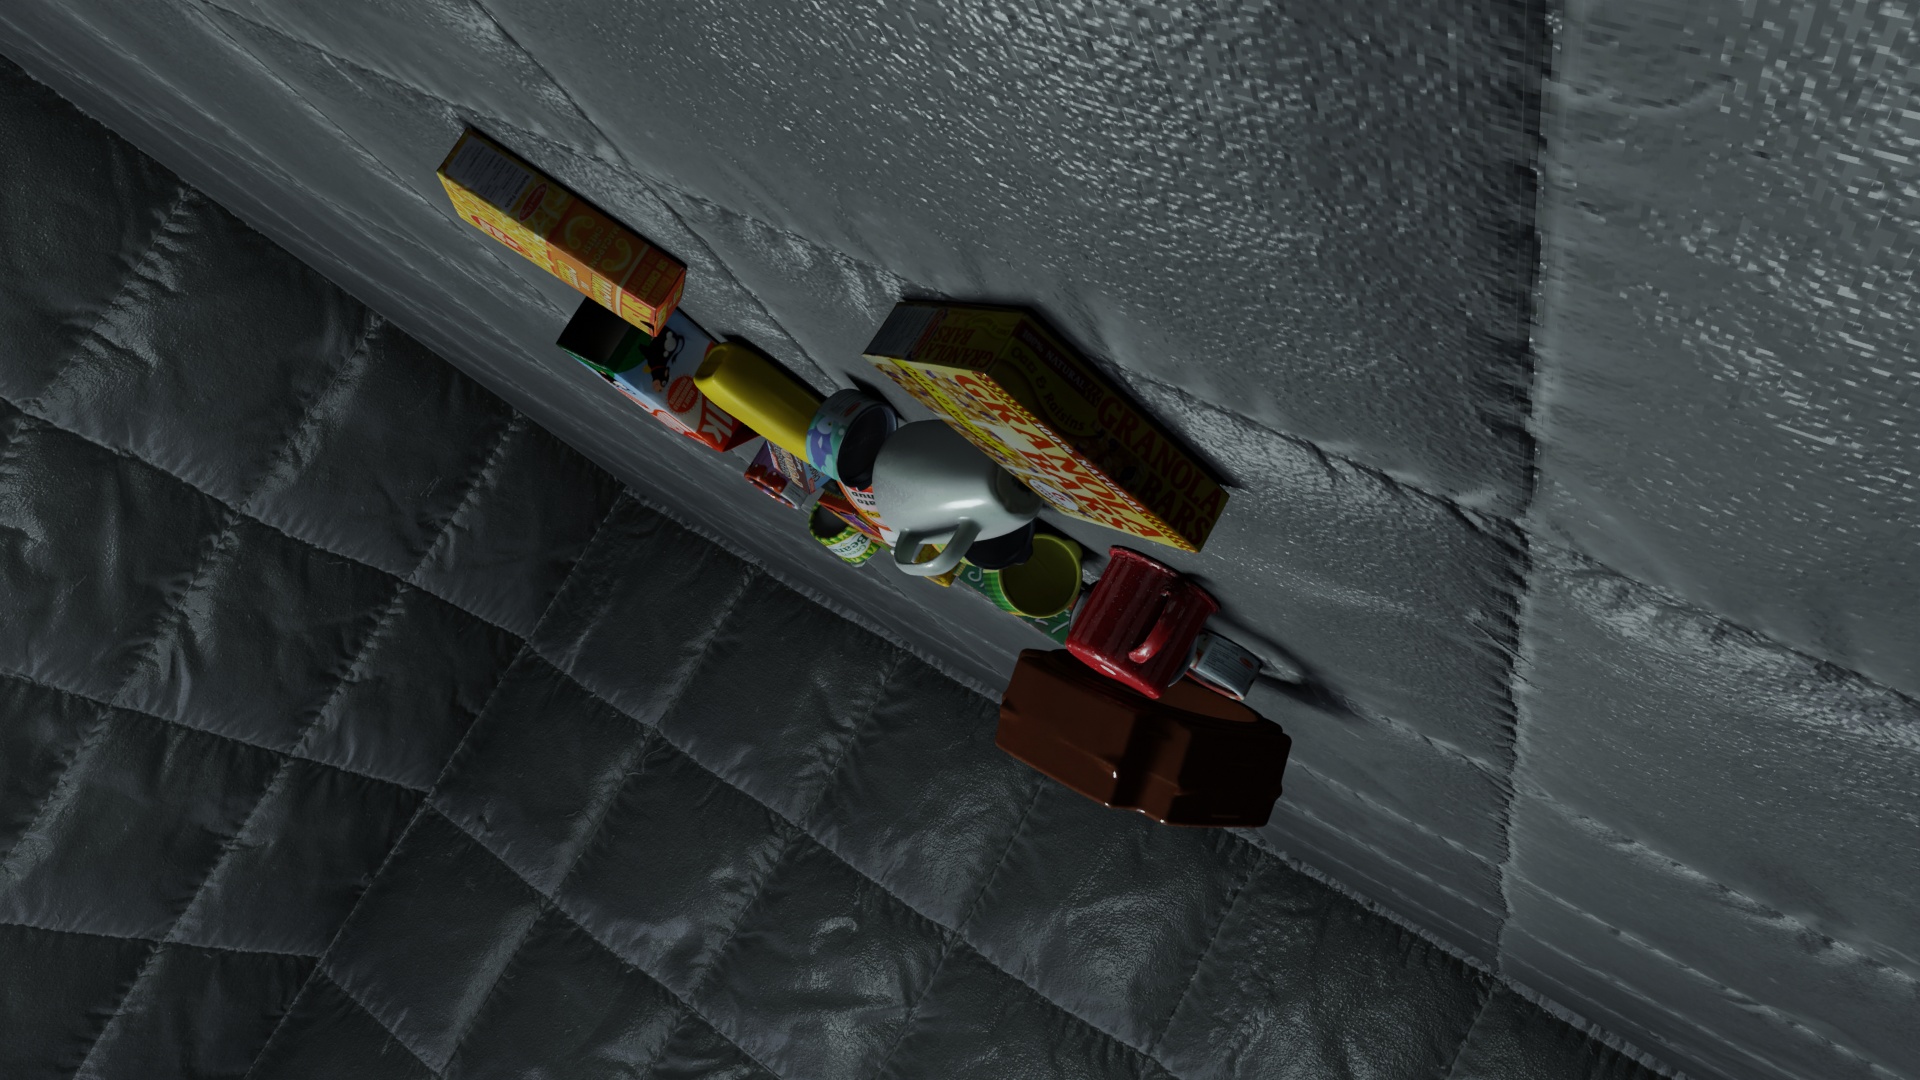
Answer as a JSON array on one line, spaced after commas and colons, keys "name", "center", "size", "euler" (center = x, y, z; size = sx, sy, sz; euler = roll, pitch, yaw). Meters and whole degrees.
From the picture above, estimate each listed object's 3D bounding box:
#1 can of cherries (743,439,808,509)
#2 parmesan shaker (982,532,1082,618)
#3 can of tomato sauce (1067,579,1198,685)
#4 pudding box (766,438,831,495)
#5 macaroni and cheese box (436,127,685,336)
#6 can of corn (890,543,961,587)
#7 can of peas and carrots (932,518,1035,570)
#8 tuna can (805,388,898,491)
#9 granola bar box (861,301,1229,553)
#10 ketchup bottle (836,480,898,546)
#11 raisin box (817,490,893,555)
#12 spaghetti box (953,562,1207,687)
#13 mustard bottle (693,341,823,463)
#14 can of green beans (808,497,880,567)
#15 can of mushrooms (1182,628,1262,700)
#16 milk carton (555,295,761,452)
[{"name": "can of cherries", "center": [-0.177, -0.073, 1.395], "size": [0.071, 0.058, 0.071], "euler": [30, 172, 5]}, {"name": "parmesan shaker", "center": [0.059, 0.028, 1.125], "size": [0.071, 0.071, 0.103], "euler": [31, 175, -3]}, {"name": "can of tomato sauce", "center": [0.140, 0.074, 1.115], "size": [0.083, 0.071, 0.071], "euler": [22, 168, 44]}, {"name": "pudding box", "center": [-0.141, -0.083, 1.199], "size": [0.050, 0.030, 0.083], "euler": [38, 156, 23]}, {"name": "macaroni and cheese box", "center": [-0.277, -0.211, 0.980], "size": [0.166, 0.040, 0.123], "euler": [32, 173, -10]}, {"name": "can of corn", "center": [-0.022, 0.004, 1.298], "size": [0.071, 0.058, 0.071], "euler": [30, 172, 5]}, {"name": "can of peas and carrots", "center": [0.016, -0.013, 1.031], "size": [0.071, 0.071, 0.059], "euler": [34, 172, -23]}, {"name": "tuna can", "center": [-0.078, -0.072, 0.998], "size": [0.033, 0.071, 0.071], "euler": [28, 171, 28]}, {"name": "granola bar box", "center": [0.045, -0.061, 0.724], "size": [0.165, 0.039, 0.124], "euler": [36, 171, -32]}, {"name": "ketchup bottle", "center": [-0.060, -0.039, 1.139], "size": [0.065, 0.044, 0.148], "euler": [-1, 158, 8]}, {"name": "raisin box", "center": [-0.078, -0.017, 1.447], "size": [0.123, 0.040, 0.086], "euler": [36, 171, -30]}, {"name": "spaghetti box", "center": [0.112, 0.076, 1.246], "size": [0.250, 0.050, 0.029], "euler": [32, -169, -1]}, {"name": "mustard bottle", "center": [-0.136, -0.100, 1.117], "size": [0.160, 0.049, 0.065], "euler": [34, 169, -30]}, {"name": "can of green beans", "center": [-0.123, -0.017, 1.518], "size": [0.071, 0.071, 0.057], "euler": [24, 169, 40]}, {"name": "can of mushrooms", "center": [0.210, 0.101, 1.139], "size": [0.071, 0.033, 0.071], "euler": [29, 172, 5]}, {"name": "milk carton", "center": [-0.235, -0.137, 1.160], "size": [0.072, 0.073, 0.190], "euler": [25, 170, 37]}]
